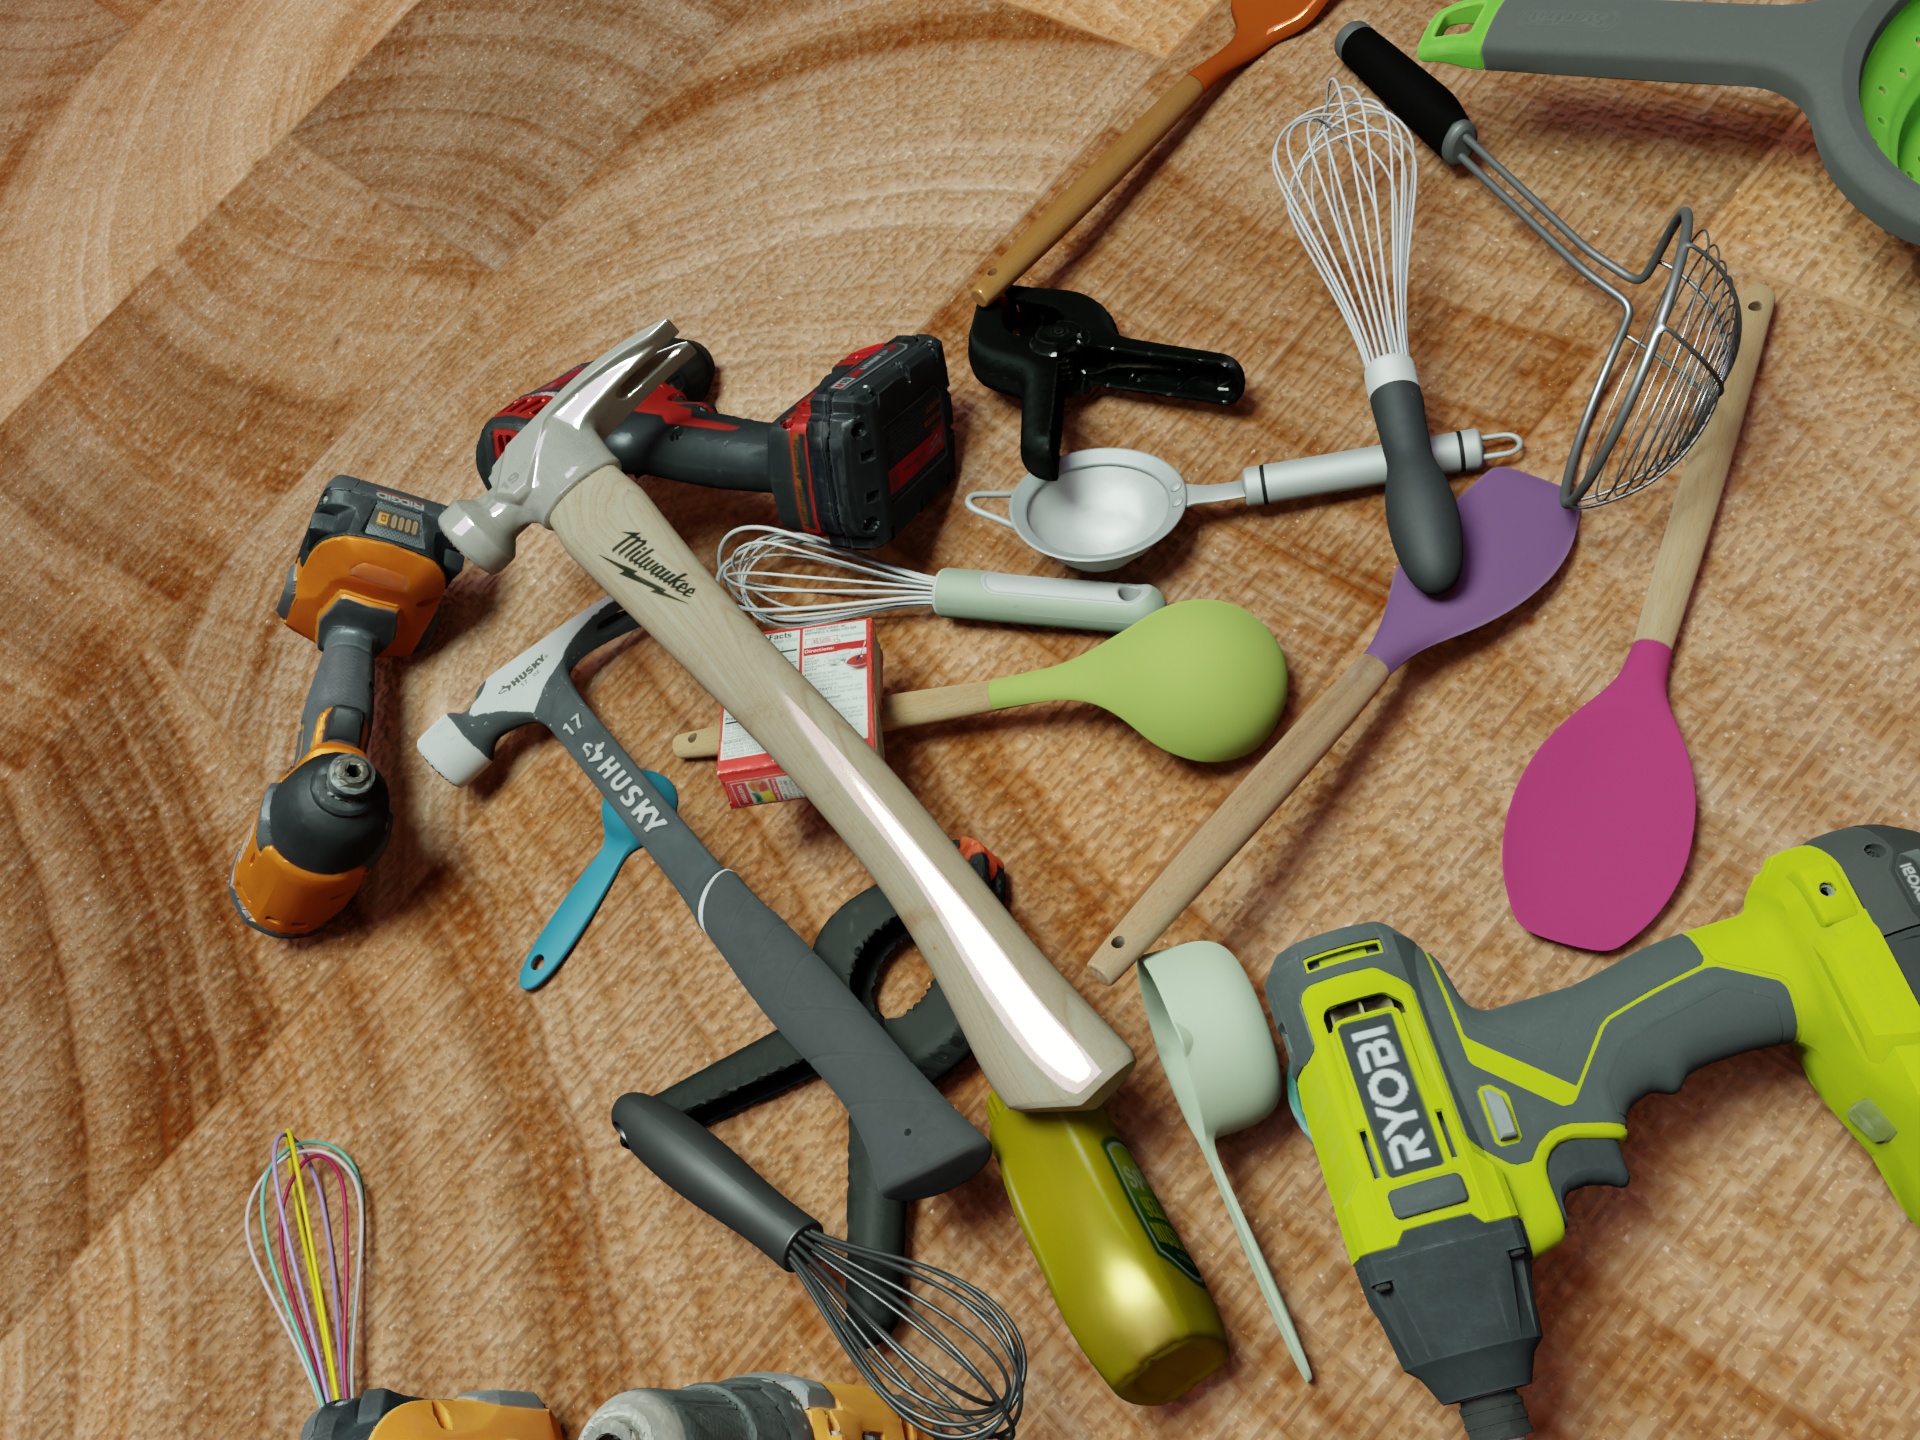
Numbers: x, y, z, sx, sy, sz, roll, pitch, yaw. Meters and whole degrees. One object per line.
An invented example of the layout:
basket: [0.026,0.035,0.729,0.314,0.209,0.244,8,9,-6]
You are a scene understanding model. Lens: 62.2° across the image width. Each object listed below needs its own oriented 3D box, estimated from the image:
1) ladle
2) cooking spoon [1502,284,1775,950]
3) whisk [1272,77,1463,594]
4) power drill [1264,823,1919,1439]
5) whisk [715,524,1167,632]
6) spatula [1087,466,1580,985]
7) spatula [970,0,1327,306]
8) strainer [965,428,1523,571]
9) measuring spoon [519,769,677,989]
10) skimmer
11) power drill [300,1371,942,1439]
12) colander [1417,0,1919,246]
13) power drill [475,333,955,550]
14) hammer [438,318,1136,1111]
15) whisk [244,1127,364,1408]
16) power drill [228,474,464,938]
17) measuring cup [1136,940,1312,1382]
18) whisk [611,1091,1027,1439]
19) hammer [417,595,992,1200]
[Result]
ladle: [-0.001,-0.002,0.765,0.320,0.062,0.078,-9,58,27]
cooking spoon: [0.297,-0.052,0.665,0.069,0.017,0.319,14,71,29]
whisk: [0.192,-0.182,0.730,0.070,0.070,0.285,-13,62,17]
power drill: [0.234,0.134,0.537,0.223,0.080,0.171,-17,62,6]
whisk: [-0.016,-0.066,0.797,0.246,0.059,0.058,7,39,23]
spatula: [0.160,-0.005,0.663,0.060,0.018,0.316,32,66,34]
spatula: [0.112,-0.343,0.877,0.081,0.041,0.322,32,72,33]
strainer: [0.133,-0.108,0.756,0.258,0.050,0.087,-8,45,14]
measuring spoon: [-0.191,0.078,0.809,0.042,0.021,0.129,21,72,31]
skimmer: [0.241,-0.241,0.747,0.090,0.127,0.364,-9,48,-16]
power drill: [-0.141,0.282,0.584,0.226,0.185,0.084,-15,60,20]
colander: [0.395,-0.261,0.689,0.397,0.094,0.204,20,72,33]
power drill: [-0.118,-0.161,0.850,0.227,0.080,0.188,6,31,21]
hammer: [-0.066,-0.006,0.681,0.146,0.038,0.411,-44,67,1]
whisk: [-0.286,0.301,0.728,0.047,0.051,0.245,-41,57,25]
power drill: [-0.326,-0.014,0.848,0.164,0.084,0.227,-39,43,49]
measuring cup: [0.114,0.164,0.611,0.038,0.083,0.168,-20,73,-4]
whisk: [-0.065,0.208,0.635,0.239,0.055,0.055,24,75,37]
hammer: [-0.117,0.069,0.738,0.149,0.036,0.409,-43,50,-7]
